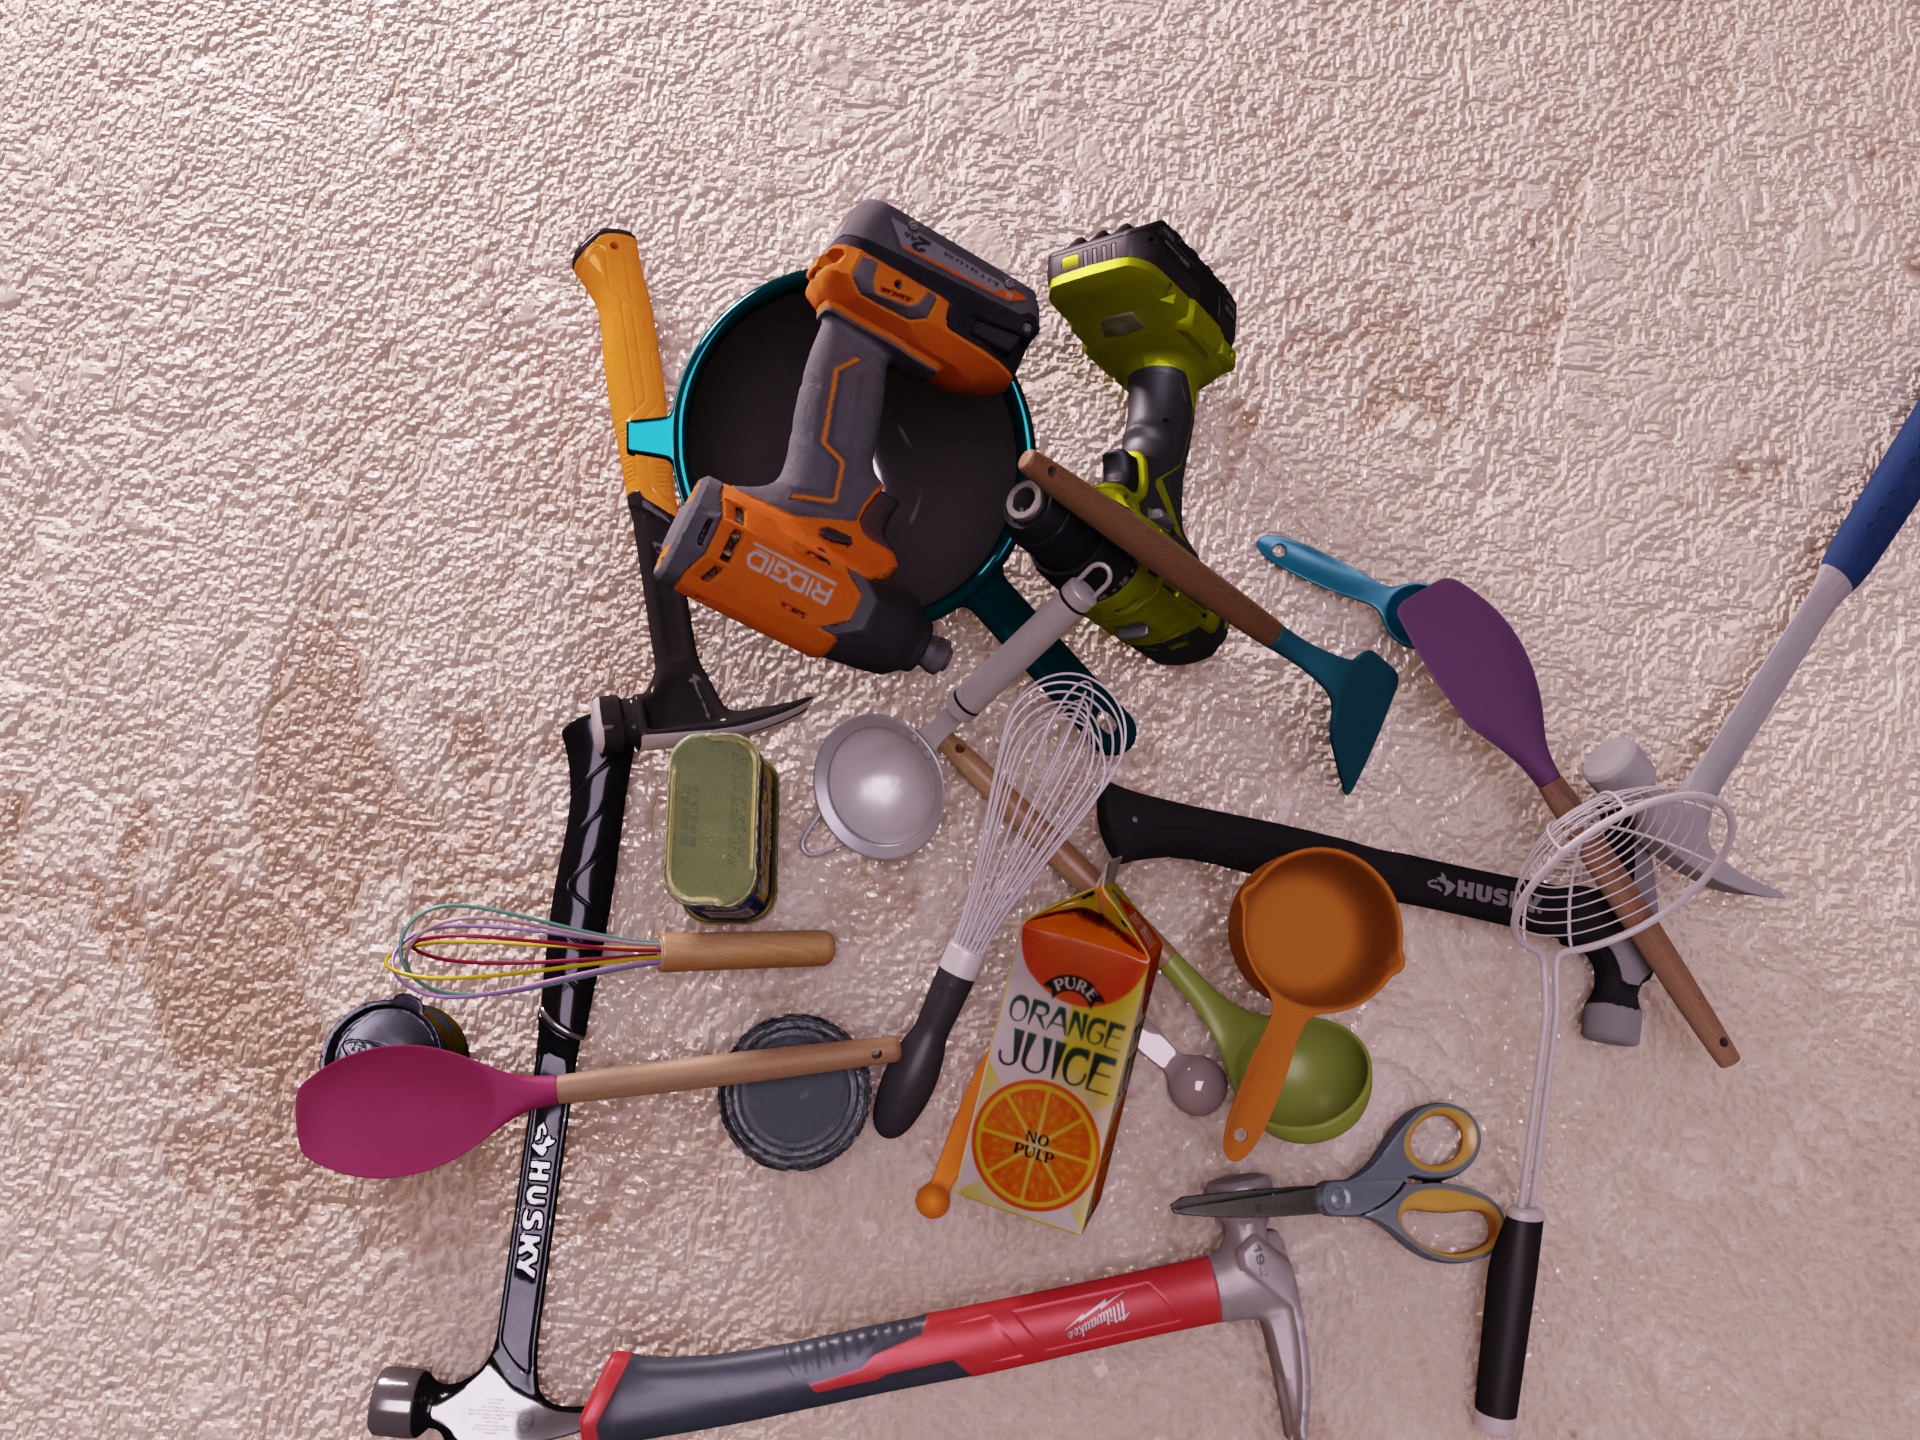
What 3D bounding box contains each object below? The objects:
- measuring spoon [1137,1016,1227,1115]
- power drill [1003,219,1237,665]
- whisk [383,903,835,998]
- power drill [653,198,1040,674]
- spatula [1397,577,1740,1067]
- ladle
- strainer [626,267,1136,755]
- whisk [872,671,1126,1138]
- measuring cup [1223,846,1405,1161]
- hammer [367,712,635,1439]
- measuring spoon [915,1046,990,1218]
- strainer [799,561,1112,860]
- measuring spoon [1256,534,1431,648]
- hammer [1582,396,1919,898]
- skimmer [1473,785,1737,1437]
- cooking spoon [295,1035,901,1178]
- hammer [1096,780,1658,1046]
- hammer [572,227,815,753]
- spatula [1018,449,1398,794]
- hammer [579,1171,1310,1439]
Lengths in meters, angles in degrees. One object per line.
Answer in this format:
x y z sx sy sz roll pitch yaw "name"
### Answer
0.103 0.179 0.915 0.124 0.018 0.034 42 80 8 "measuring spoon"
0.093 -0.163 0.912 0.080 0.190 0.229 -7 69 34 "power drill"
-0.188 0.126 0.877 0.245 0.047 0.051 2 75 -23 "whisk"
-0.044 -0.140 0.854 0.164 0.084 0.226 27 83 -16 "power drill"
0.353 0.056 0.910 0.060 0.018 0.316 -28 82 -12 "spatula"
0.104 0.115 0.912 0.320 0.062 0.078 44 64 10 "ladle"
-0.026 -0.104 0.946 0.211 0.095 0.340 -46 100 -15 "strainer"
0.013 0.105 0.894 0.070 0.070 0.284 25 93 4 "whisk"
0.173 0.153 0.860 0.095 0.052 0.174 24 82 -1 "measuring cup"
-0.223 0.191 0.896 0.149 0.036 0.409 6 77 -1 "hammer"
0.006 0.229 0.905 0.021 0.011 0.117 27 78 4 "measuring spoon"
-0.001 -0.003 0.891 0.258 0.050 0.087 -43 80 31 "strainer"
0.241 -0.081 0.980 0.129 0.021 0.042 28 79 14 "measuring spoon"
0.525 -0.073 0.959 0.144 0.035 0.405 43 75 -16 "hammer"
0.332 0.212 0.846 0.127 0.090 0.363 8 90 -30 "skimmer"
-0.190 0.196 0.855 0.319 0.017 0.069 -5 87 -8 "cooking spoon"
0.241 0.083 0.921 0.334 0.035 0.146 12 78 -3 "hammer"
-0.180 -0.147 0.962 0.127 0.034 0.337 -7 74 -19 "hammer"
0.145 -0.058 0.869 0.317 0.044 0.082 31 79 -29 "spatula"
-0.004 0.349 0.849 0.386 0.038 0.143 -8 80 -9 "hammer"
